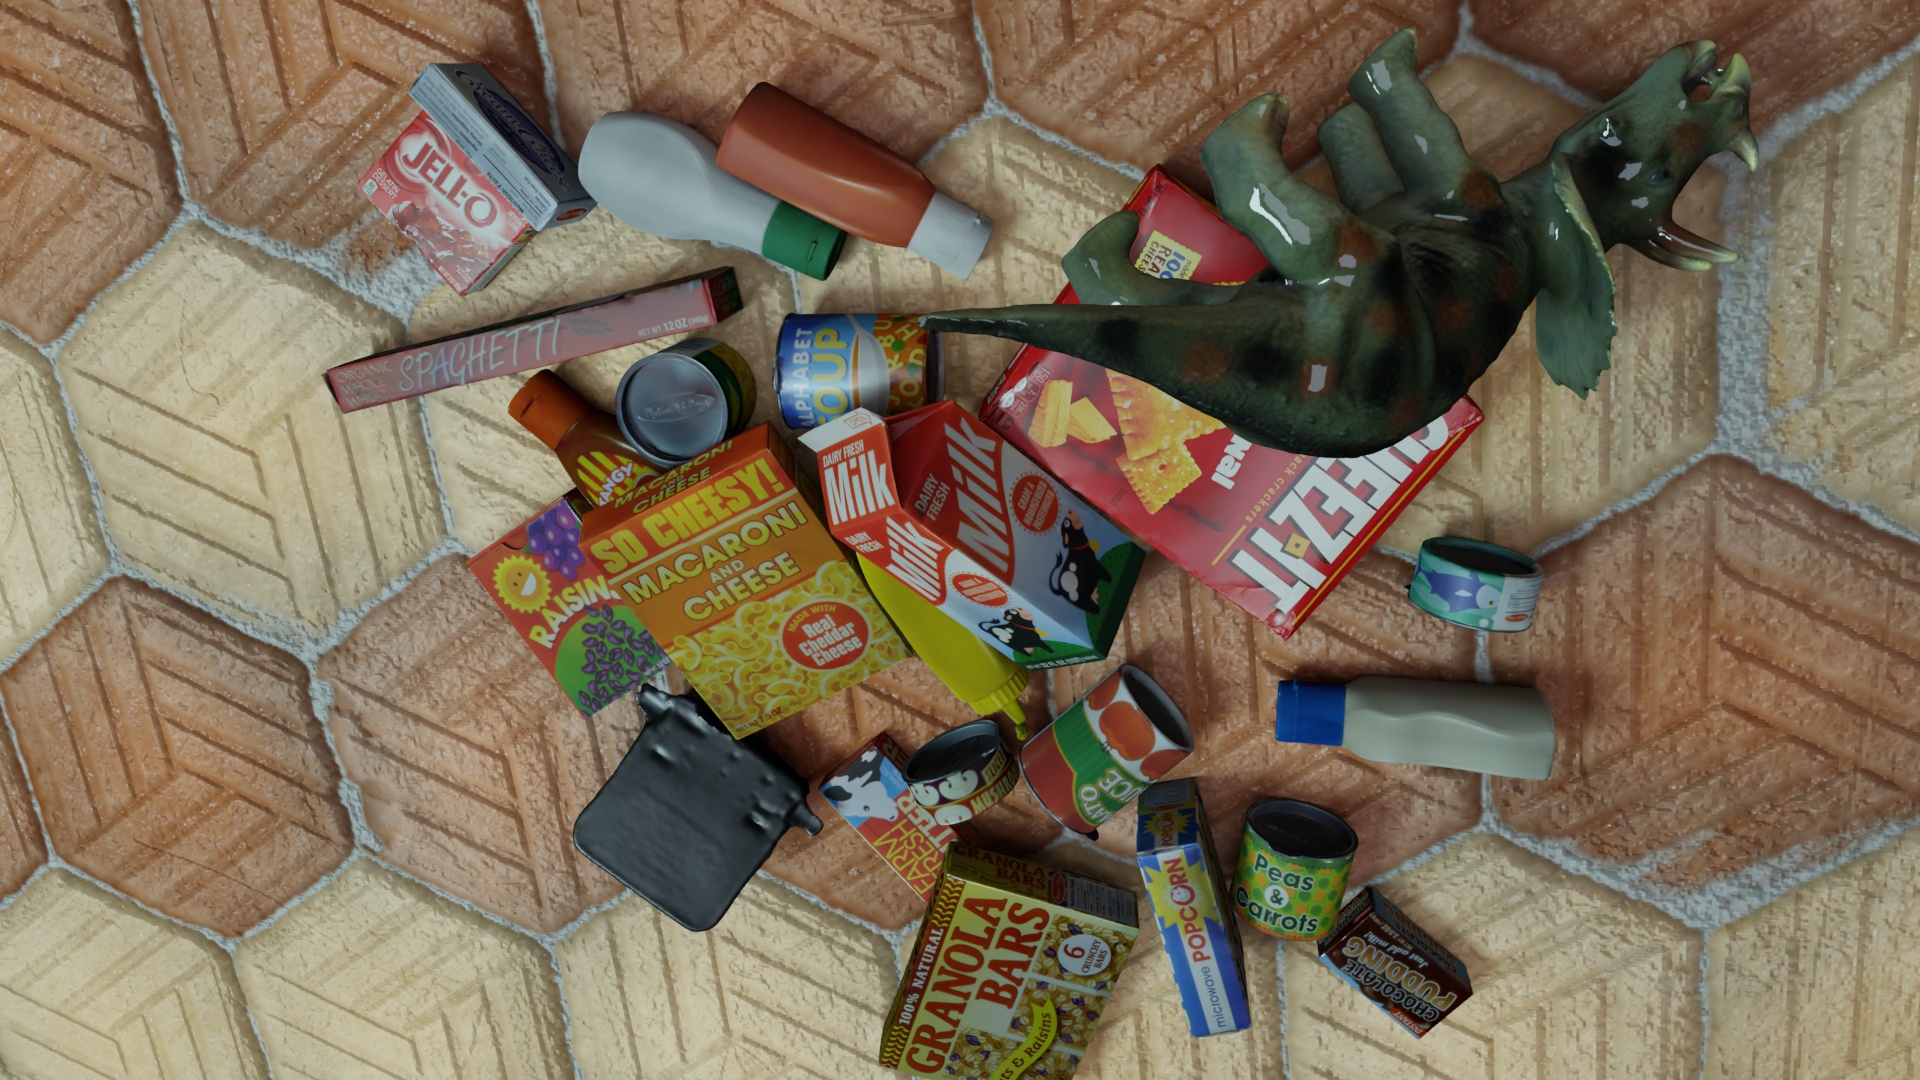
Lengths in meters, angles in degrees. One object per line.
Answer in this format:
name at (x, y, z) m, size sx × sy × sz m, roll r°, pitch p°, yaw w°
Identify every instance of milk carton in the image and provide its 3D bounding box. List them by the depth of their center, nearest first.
milk carton at (0.003, -0.009, 0.748) m, size 0.190 × 0.074 × 0.072 m, roll 36°, pitch 151°, yaw -23°

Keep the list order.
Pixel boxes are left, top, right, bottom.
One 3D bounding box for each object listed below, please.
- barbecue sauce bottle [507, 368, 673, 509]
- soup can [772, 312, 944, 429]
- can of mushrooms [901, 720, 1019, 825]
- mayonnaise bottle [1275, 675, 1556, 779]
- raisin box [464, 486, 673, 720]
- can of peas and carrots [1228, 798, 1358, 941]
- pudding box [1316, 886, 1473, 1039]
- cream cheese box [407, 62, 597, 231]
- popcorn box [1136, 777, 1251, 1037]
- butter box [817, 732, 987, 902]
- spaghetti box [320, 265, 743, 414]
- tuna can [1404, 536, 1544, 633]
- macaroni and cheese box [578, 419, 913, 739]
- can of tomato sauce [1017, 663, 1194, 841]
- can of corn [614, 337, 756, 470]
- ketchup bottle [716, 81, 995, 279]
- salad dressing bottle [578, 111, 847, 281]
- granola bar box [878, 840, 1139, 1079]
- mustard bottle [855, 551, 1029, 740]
barbecue sauce bottle at (-0.202, -0.042, 0.833) m, size 0.148 × 0.044 × 0.064 m, roll 41°, pitch 114°, yaw -4°
soup can at (-0.055, -0.094, 0.777) m, size 0.084 × 0.071 × 0.071 m, roll 1°, pitch 107°, yaw 9°
can of mushrooms at (0.002, 0.140, 0.842) m, size 0.071 × 0.071 × 0.033 m, roll -22°, pitch 103°, yaw 15°
mayonnaise bottle at (0.256, 0.103, 0.793) m, size 0.148 × 0.065 × 0.041 m, roll 3°, pitch 112°, yaw 13°
raisin box at (-0.234, 0.038, 0.866) m, size 0.086 × 0.040 × 0.123 m, roll -32°, pitch 99°, yaw 18°
can of peas and carrots at (0.196, 0.196, 0.825) m, size 0.071 × 0.071 × 0.058 m, roll 10°, pitch 109°, yaw 6°
pudding box at (0.266, 0.260, 0.854) m, size 0.083 × 0.030 × 0.049 m, roll 40°, pitch 110°, yaw -4°
cream cheese box at (-0.255, -0.223, 0.781) m, size 0.024 × 0.053 × 0.104 m, roll -40°, pitch 97°, yaw 20°
popcorn box at (0.140, 0.219, 0.833) m, size 0.038 × 0.085 × 0.126 m, roll -15°, pitch 104°, yaw 13°
butter box at (-0.036, 0.176, 0.883) m, size 0.053 × 0.024 × 0.103 m, roll -41°, pitch 96°, yaw 19°
spaghetti box at (-0.251, -0.117, 0.815) m, size 0.250 × 0.050 × 0.028 m, roll -11°, pitch 106°, yaw 13°
tuna can at (0.280, 0.022, 0.761) m, size 0.071 × 0.071 × 0.032 m, roll 10°, pitch 108°, yaw 6°
macaroni and cheese box at (-0.121, 0.026, 0.806) m, size 0.123 × 0.040 × 0.166 m, roll -26°, pitch 122°, yaw 8°
can of tomato sauce at (0.088, 0.125, 0.822) m, size 0.071 × 0.071 × 0.083 m, roll 45°, pitch 108°, yaw -6°
can of corn at (-0.157, -0.079, 0.806) m, size 0.071 × 0.058 × 0.071 m, roll 3°, pitch 107°, yaw 9°
ketchup bottle at (-0.054, -0.193, 0.754) m, size 0.149 × 0.065 × 0.043 m, roll 26°, pitch 131°, yaw -8°
salad dressing bottle at (-0.137, -0.190, 0.777) m, size 0.148 × 0.044 × 0.064 m, roll 24°, pitch 113°, yaw 1°
granola bar box at (0.029, 0.278, 0.881) m, size 0.124 × 0.039 × 0.164 m, roll 16°, pitch 115°, yaw -3°
mustard bottle at (-0.001, 0.052, 0.820) m, size 0.048 × 0.065 × 0.160 m, roll -30°, pitch 105°, yaw 17°
